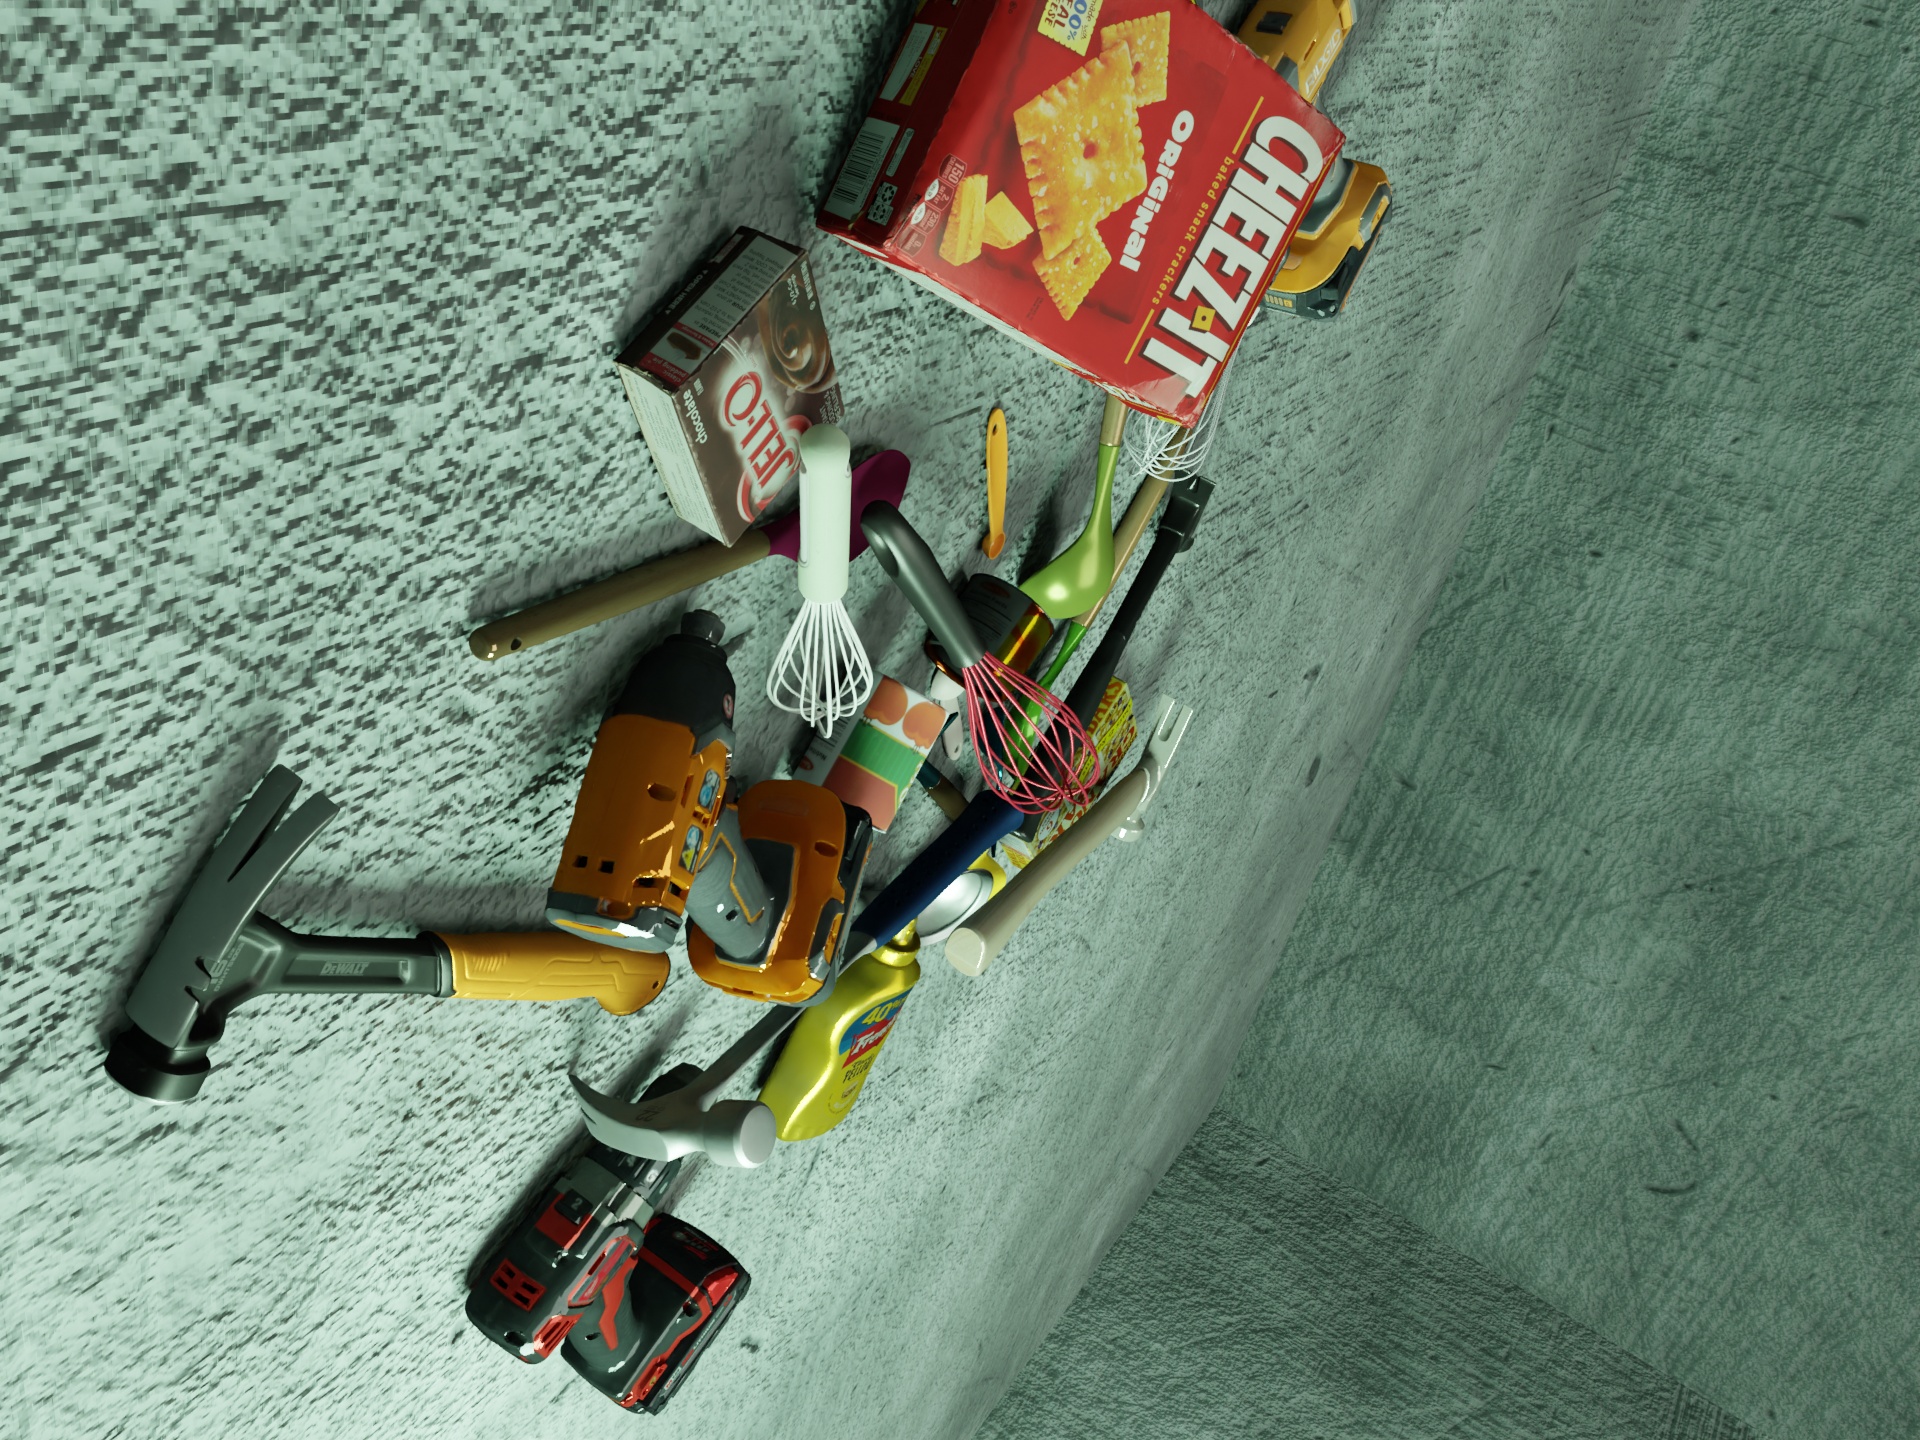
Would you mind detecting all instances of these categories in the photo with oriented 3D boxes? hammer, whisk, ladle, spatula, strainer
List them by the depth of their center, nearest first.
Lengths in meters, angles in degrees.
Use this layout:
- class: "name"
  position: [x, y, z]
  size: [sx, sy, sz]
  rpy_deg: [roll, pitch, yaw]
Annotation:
- class: "hammer"
  position: [-0.220, 0.104, 0.722]
  size: [0.127, 0.034, 0.336]
  rpy_deg: [-61, 160, 0]
- class: "whisk"
  position: [-0.070, -0.064, 0.803]
  size: [0.246, 0.059, 0.058]
  rpy_deg: [99, -15, -59]
- class: "whisk"
  position: [0.012, -0.029, 0.944]
  size: [0.073, 0.073, 0.295]
  rpy_deg: [-55, 140, -18]
- class: "hammer"
  position: [-0.074, 0.143, 0.992]
  size: [0.405, 0.144, 0.035]
  rpy_deg: [-39, 119, -52]
- class: "ladle"
  position: [0.095, -0.215, 1.068]
  size: [0.078, 0.062, 0.320]
  rpy_deg: [-27, 134, -52]
- class: "spatula"
  position: [-0.009, 0.056, 1.145]
  size: [0.082, 0.044, 0.317]
  rpy_deg: [-49, 160, -4]
- class: "strainer"
  position: [-0.045, 0.131, 1.161]
  size: [0.087, 0.050, 0.258]
  rpy_deg: [-49, 156, 13]
- class: "whisk"
  position: [0.197, -0.286, 1.191]
  size: [0.285, 0.070, 0.070]
  rpy_deg: [-58, 160, -25]
- class: "hammer"
  position: [0.114, -0.051, 1.231]
  size: [0.335, 0.035, 0.146]
  rpy_deg: [-60, 172, -21]
- class: "hammer"
  position: [0.094, 0.096, 1.309]
  size: [0.410, 0.038, 0.146]
  rpy_deg: [-33, 148, -59]

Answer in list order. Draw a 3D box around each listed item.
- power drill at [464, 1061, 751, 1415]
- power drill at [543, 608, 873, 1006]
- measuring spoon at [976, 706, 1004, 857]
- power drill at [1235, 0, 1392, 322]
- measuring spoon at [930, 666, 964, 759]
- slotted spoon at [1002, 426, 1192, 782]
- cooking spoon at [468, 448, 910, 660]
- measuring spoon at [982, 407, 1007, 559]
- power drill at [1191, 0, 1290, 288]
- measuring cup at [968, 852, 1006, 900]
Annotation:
- class: "power drill"
  position: [-0.201, 0.328, 0.998]
  size: [0.188, 0.080, 0.226]
  rpy_deg: [-52, 155, -25]
- class: "power drill"
  position: [-0.119, 0.053, 0.816]
  size: [0.226, 0.084, 0.164]
  rpy_deg: [52, 48, -64]
- class: "measuring spoon"
  position: [0.020, 0.048, 1.206]
  size: [0.042, 0.021, 0.128]
  rpy_deg: [-81, 174, -63]
- class: "power drill"
  position: [0.216, -0.363, 1.070]
  size: [0.185, 0.084, 0.226]
  rpy_deg: [-60, 150, -13]
- class: "measuring spoon"
  position: [-0.002, -0.004, 1.122]
  size: [0.034, 0.018, 0.124]
  rpy_deg: [-52, 158, -24]
- class: "slotted spoon"
  position: [0.105, -0.096, 1.247]
  size: [0.314, 0.031, 0.070]
  rpy_deg: [-61, 167, -7]
- class: "cooking spoon"
  position: [-0.113, -0.080, 0.764]
  size: [0.319, 0.017, 0.068]
  rpy_deg: [-32, 148, -54]
- class: "measuring spoon"
  position: [0.020, -0.149, 1.006]
  size: [0.021, 0.011, 0.116]
  rpy_deg: [-48, 152, -34]
- class: "power drill"
  position: [0.088, -0.281, 0.867]
  size: [0.171, 0.080, 0.223]
  rpy_deg: [-54, 147, 2]
- class: "measuring cup"
  position: [0.032, 0.107, 1.281]
  size: [0.062, 0.029, 0.156]
  rpy_deg: [-32, 158, -47]
